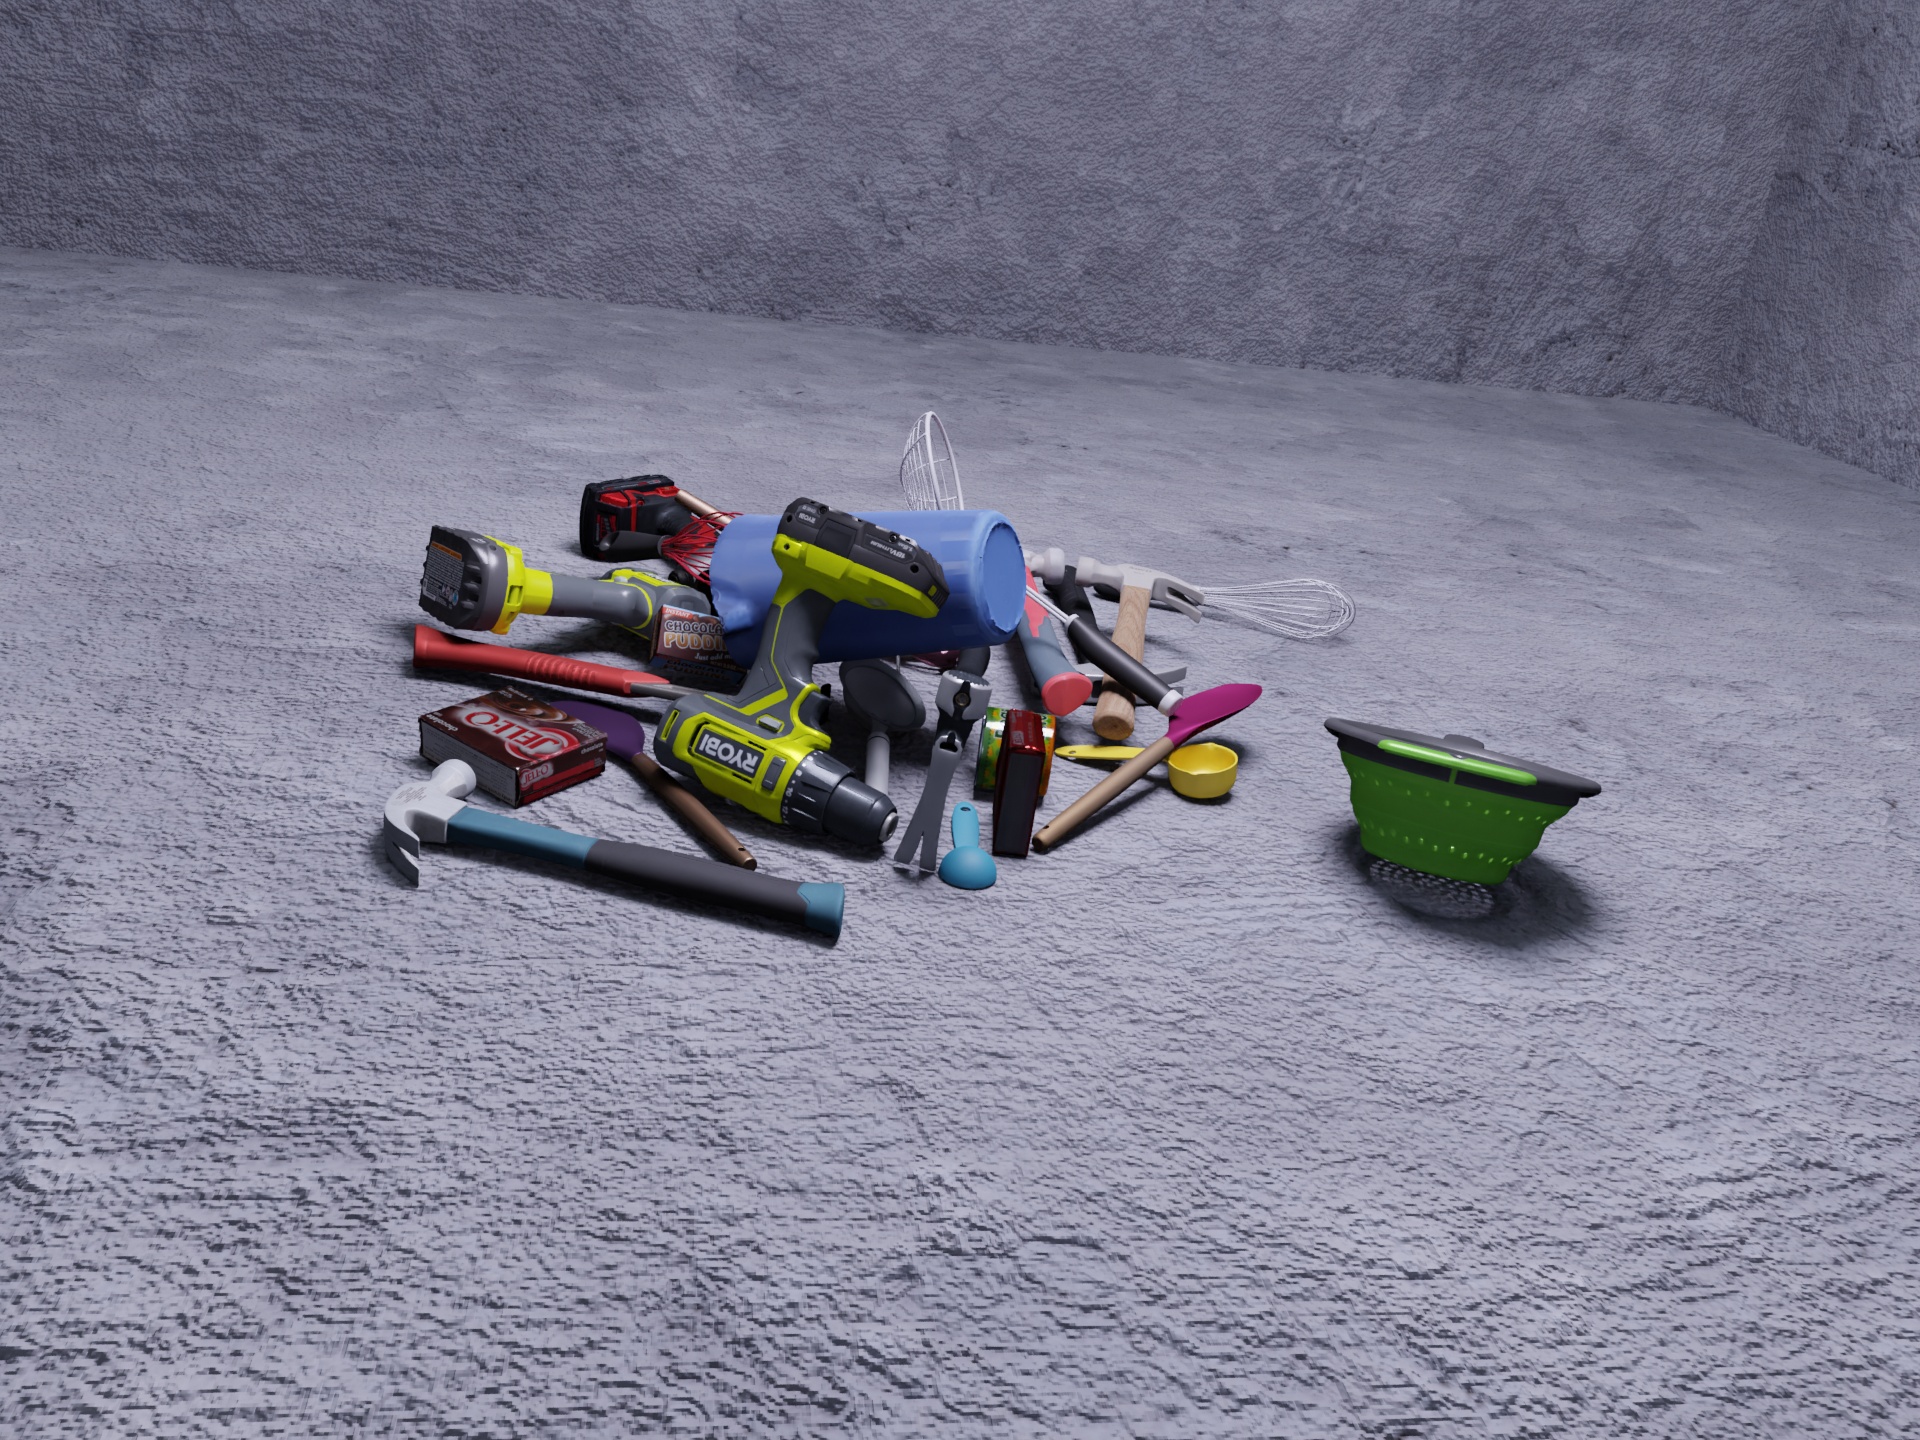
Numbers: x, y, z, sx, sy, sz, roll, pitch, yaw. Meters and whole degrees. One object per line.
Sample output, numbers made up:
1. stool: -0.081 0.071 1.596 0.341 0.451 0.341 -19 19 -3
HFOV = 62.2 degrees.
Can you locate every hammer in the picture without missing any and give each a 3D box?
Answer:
1. hammer: -0.292 -0.035 1.332 0.359 0.036 0.149 10 11 13
2. hammer: 0.051 -0.095 1.504 0.143 0.038 0.387 1 23 -6
3. hammer: -0.002 -0.004 1.284 0.036 0.149 0.409 16 14 0
4. hammer: 0.130 -0.093 1.612 0.146 0.035 0.335 4 23 -5
5. hammer: 0.158 -0.071 1.478 0.130 0.031 0.331 10 29 5
6. hammer: -0.233 0.092 1.068 0.331 0.033 0.128 12 22 10

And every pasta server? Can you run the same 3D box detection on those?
1. pasta server: -0.127 -0.134 1.493 0.316 0.040 0.060 32 3 -3

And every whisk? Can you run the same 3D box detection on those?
1. whisk: 0.284 -0.131 1.730 0.284 0.070 0.070 7 22 14
2. whisk: -0.265 -0.162 1.491 0.073 0.073 0.296 -12 13 -38

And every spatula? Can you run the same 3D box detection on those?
1. spatula: -0.231 0.041 1.208 0.059 0.018 0.316 -5 25 -35

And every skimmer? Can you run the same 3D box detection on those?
1. skimmer: 0.074 -0.141 1.412 0.363 0.090 0.127 41 -6 24

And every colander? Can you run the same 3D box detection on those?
1. colander: 0.392 0.064 1.277 0.204 0.094 0.397 15 6 18

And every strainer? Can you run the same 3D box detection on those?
1. strainer: -0.069 0.016 1.288 0.086 0.050 0.259 29 24 -16

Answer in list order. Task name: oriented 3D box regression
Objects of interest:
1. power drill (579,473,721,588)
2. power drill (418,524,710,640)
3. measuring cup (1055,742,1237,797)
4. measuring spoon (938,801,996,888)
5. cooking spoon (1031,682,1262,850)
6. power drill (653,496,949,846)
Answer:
1. power drill: -0.291 -0.182 1.646 0.220 0.078 0.143 28 31 34
2. power drill: -0.360 -0.116 1.432 0.223 0.080 0.171 6 10 -38
3. measuring cup: 0.154 0.040 1.330 0.156 0.029 0.062 3 25 23
4. measuring spoon: 0.005 0.083 1.173 0.042 0.021 0.129 6 24 -4
5. cooking spoon: 0.153 0.030 1.291 0.069 0.017 0.319 4 25 40
6. power drill: -0.100 -0.031 1.177 0.191 0.228 0.080 23 -5 17
